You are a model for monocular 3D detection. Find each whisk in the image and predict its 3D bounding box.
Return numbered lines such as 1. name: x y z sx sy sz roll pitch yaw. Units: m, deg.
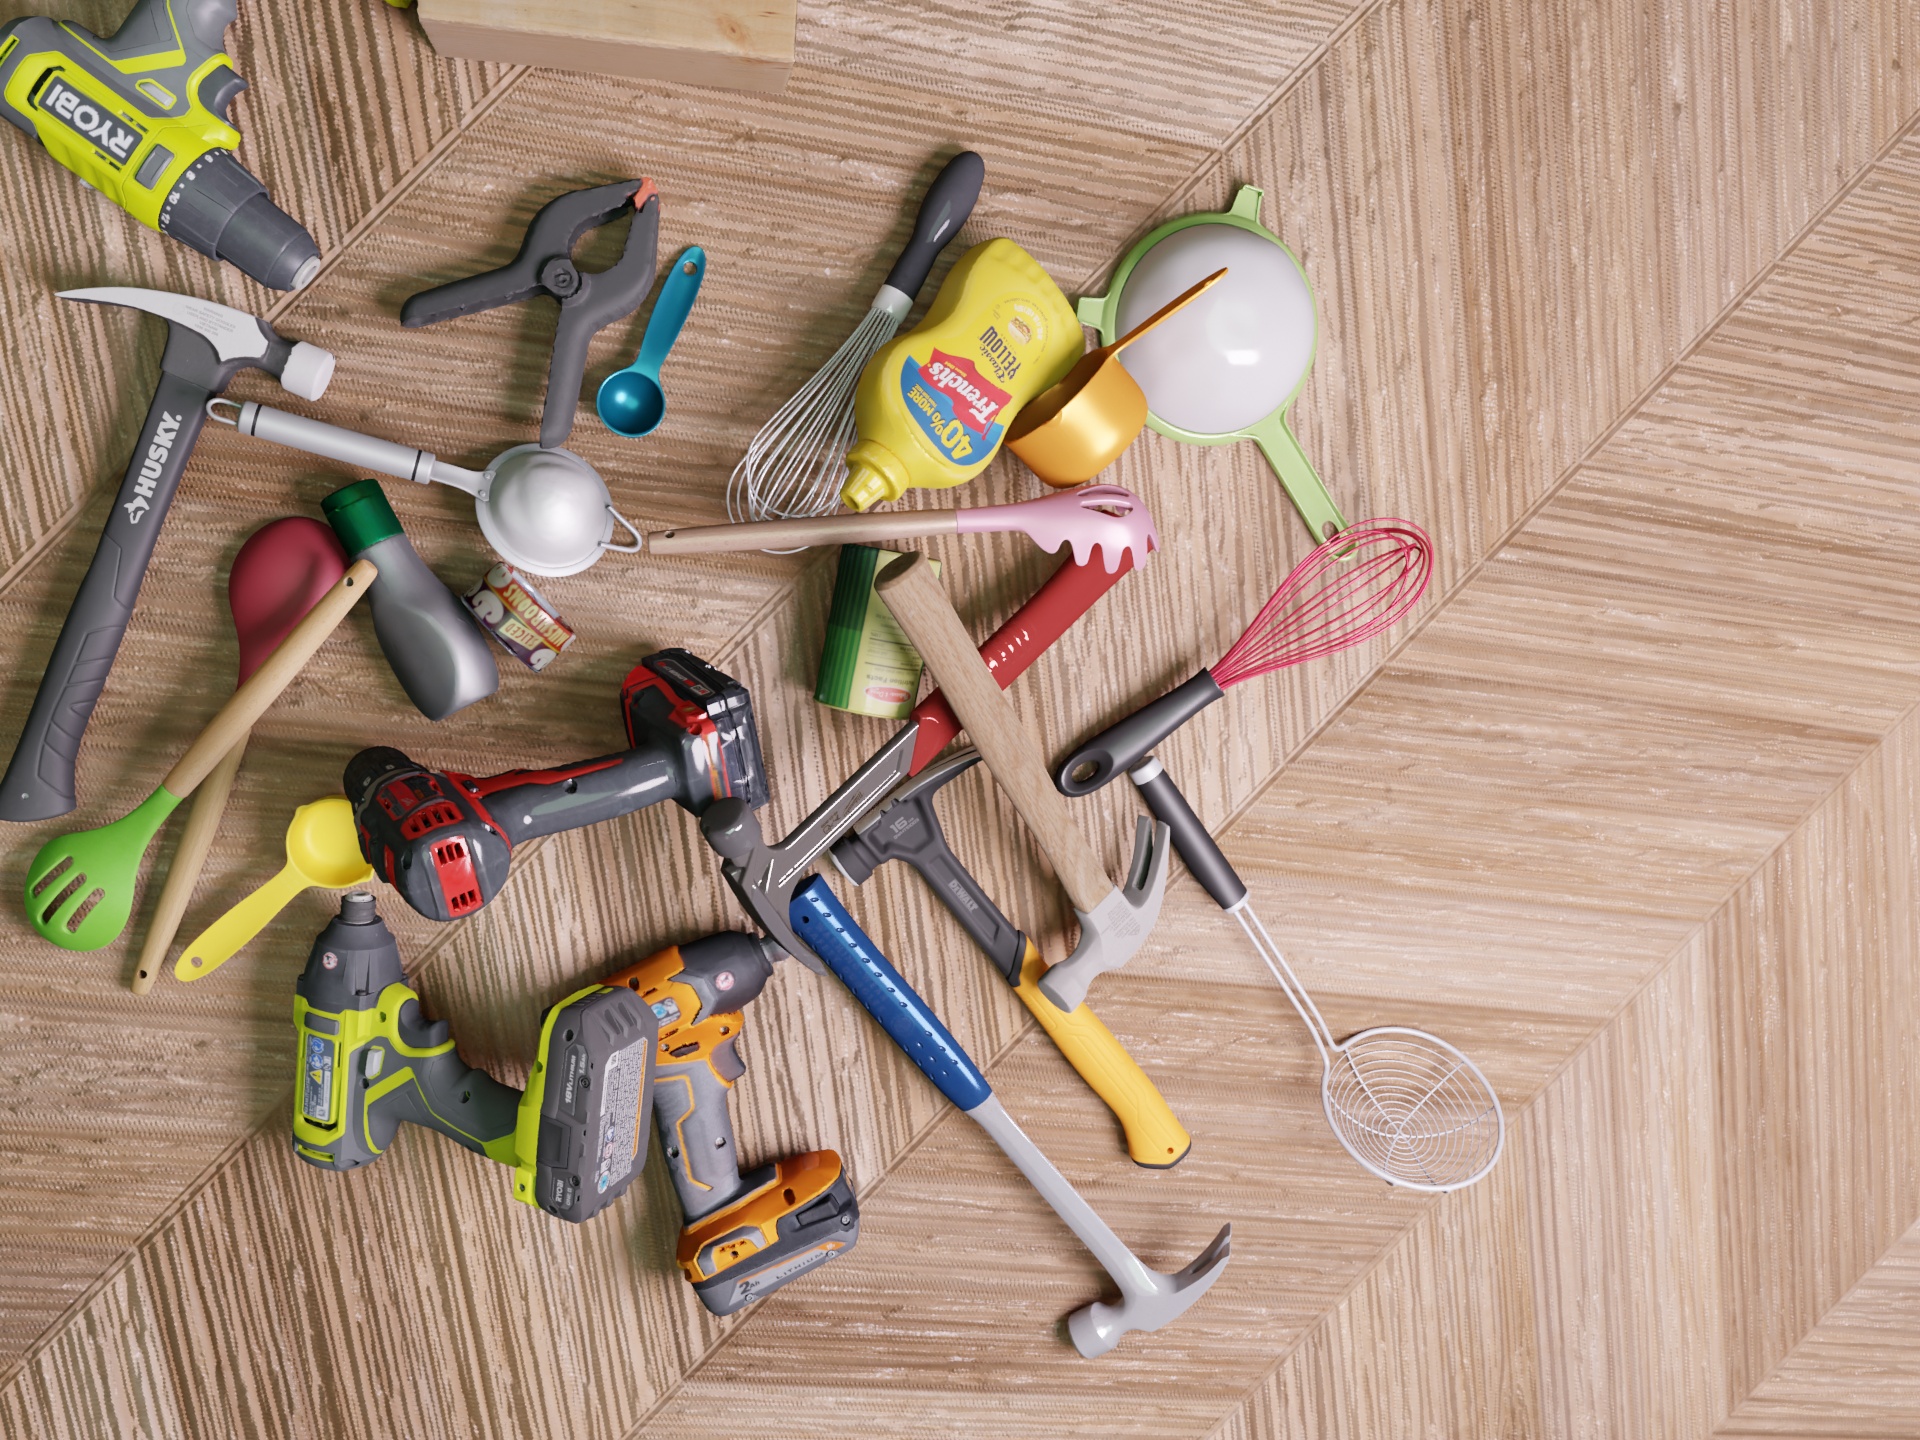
1. whisk: 0.186 -0.037 1.059 0.296 0.073 0.073 -35 104 8
2. whisk: -0.058 -0.232 0.996 0.070 0.070 0.284 30 88 -14

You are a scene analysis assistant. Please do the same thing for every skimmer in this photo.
1. skimmer: 0.243 0.168 1.096 0.127 0.090 0.363 -43 103 -35

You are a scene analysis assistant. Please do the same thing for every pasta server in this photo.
1. pasta server: -0.030 -0.114 0.973 0.316 0.060 0.040 -5 141 -8

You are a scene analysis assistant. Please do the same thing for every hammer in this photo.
1. hammer: 0.039 0.031 0.991 0.130 0.031 0.331 -43 123 -20
2. hammer: 0.023 0.263 1.081 0.144 0.035 0.405 -36 101 21
3. hammer: -0.002 -0.003 1.006 0.359 0.037 0.149 -44 136 -18
4. hammer: 0.059 0.176 1.091 0.127 0.034 0.336 -38 104 -2
5. hammer: -0.503 -0.094 0.940 0.146 0.035 0.335 23 94 -14

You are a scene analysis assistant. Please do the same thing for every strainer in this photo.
1. strainer: -0.311 -0.148 0.946 0.258 0.050 0.087 14 69 -19
2. strainer: 0.199 -0.211 1.037 0.151 0.069 0.256 -35 102 -4

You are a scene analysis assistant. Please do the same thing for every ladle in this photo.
1. ladle: -0.451 0.025 0.974 0.069 0.031 0.315 22 96 -9

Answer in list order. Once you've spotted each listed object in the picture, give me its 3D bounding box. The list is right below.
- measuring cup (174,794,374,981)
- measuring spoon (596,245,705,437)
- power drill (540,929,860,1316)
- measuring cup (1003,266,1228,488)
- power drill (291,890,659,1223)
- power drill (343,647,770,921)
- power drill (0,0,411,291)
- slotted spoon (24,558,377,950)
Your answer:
1. measuring cup: -0.425 0.106 0.991 0.156 0.029 0.062 -40 104 0
2. measuring spoon: -0.188 -0.235 0.991 0.042 0.021 0.128 24 85 -13
3. power drill: -0.150 0.251 1.040 0.164 0.084 0.226 -27 99 -5
4. measuring cup: 0.108 -0.210 0.992 0.173 0.095 0.052 -35 110 22
5. power drill: -0.302 0.204 0.965 0.223 0.080 0.171 10 100 17
6. power drill: -0.250 0.031 0.951 0.226 0.188 0.080 -21 118 -27
7. power drill: -0.403 -0.376 0.894 0.190 0.080 0.228 36 94 -13
8. slotted spoon: -0.454 0.021 0.948 0.070 0.031 0.314 44 96 1
